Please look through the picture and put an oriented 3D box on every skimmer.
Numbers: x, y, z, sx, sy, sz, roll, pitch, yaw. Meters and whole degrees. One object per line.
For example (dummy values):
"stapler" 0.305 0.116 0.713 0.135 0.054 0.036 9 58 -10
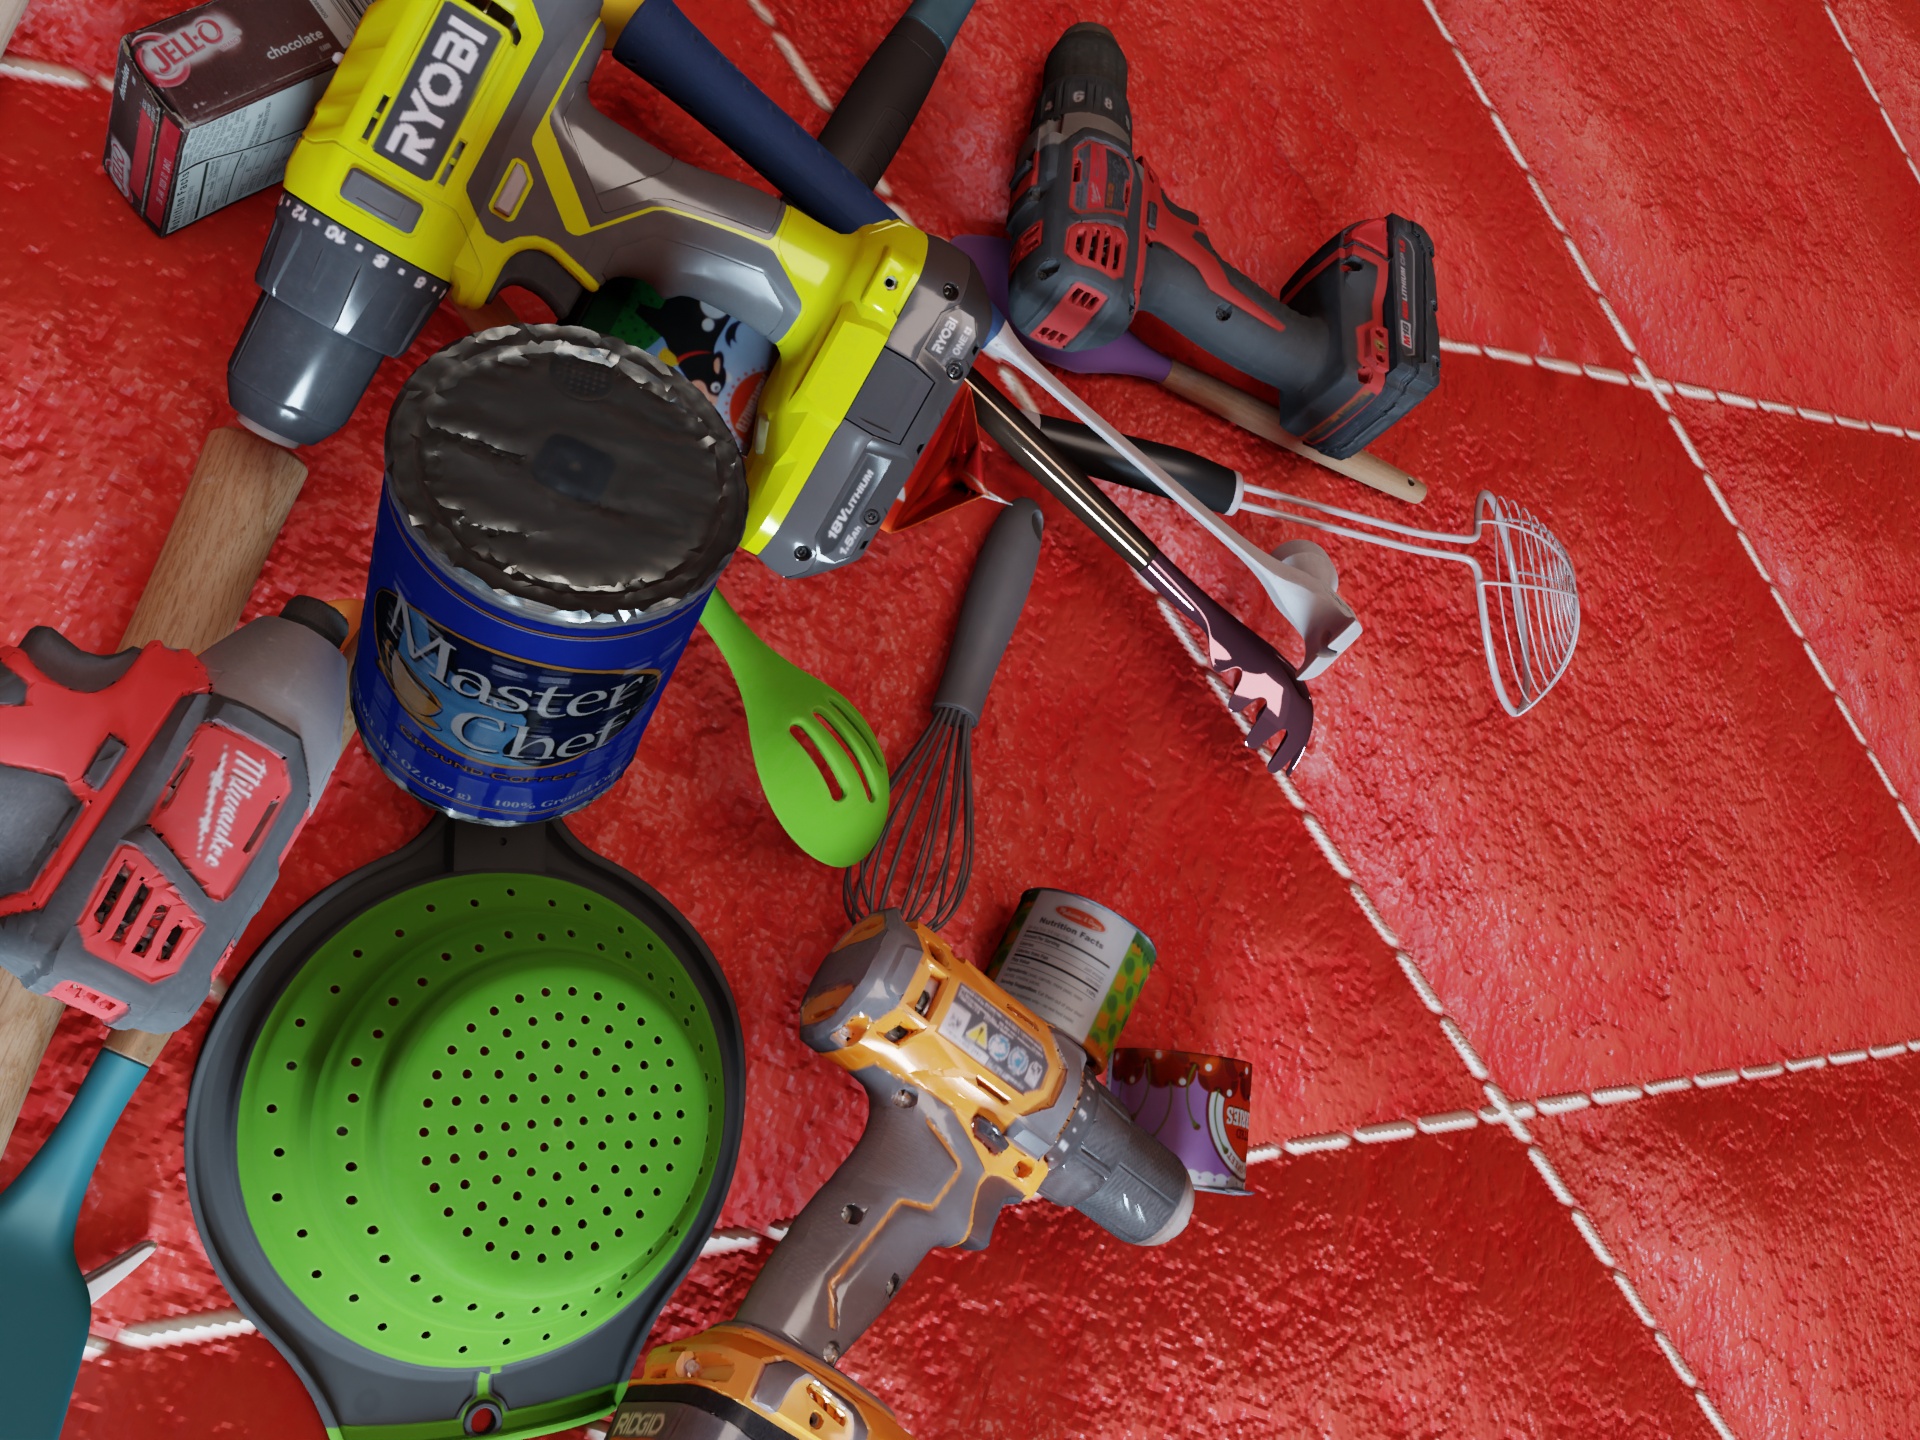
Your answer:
"skimmer" 0.183 -0.092 0.844 0.363 0.090 0.127 12 67 -18

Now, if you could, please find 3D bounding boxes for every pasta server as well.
"pasta server" 0.064 -0.089 0.755 0.316 0.040 0.060 42 22 -15

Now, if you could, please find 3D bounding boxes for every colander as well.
"colander" -0.157 0.058 0.570 0.204 0.094 0.397 4 78 -30

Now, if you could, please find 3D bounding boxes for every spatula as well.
"spatula" -0.248 0.083 0.504 0.082 0.044 0.318 29 65 -16
"spatula" 0.127 -0.176 0.834 0.315 0.018 0.060 19 68 -26

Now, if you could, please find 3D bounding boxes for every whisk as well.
"whisk" 0.000 -0.002 0.709 0.055 0.055 0.239 30 62 -23

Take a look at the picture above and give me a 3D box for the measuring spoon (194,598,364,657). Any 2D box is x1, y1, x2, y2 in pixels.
"measuring spoon" -0.252 -0.016 0.541 0.117 0.011 0.021 -31 98 -35

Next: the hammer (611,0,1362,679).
"hammer" 0.023 -0.160 0.687 0.405 0.035 0.144 38 19 -13

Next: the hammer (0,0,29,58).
"hammer" -0.365 -0.079 0.495 0.146 0.038 0.411 15 70 -14

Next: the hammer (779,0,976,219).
"hammer" -0.023 -0.316 0.763 0.128 0.033 0.331 35 65 -21

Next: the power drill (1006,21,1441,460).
"power drill" 0.129 -0.246 0.809 0.226 0.080 0.188 17 61 -21

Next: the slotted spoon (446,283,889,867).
"slotted spoon" -0.123 -0.076 0.626 0.313 0.031 0.070 53 38 -4

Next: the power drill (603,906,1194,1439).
"power drill" -0.008 0.208 0.591 0.185 0.084 0.226 40 52 -17

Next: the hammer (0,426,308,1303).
"hammer" -0.292 0.052 0.528 0.130 0.031 0.331 24 69 -25

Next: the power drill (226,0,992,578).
"power drill" -0.123 -0.145 0.563 0.228 0.080 0.190 28 97 -21

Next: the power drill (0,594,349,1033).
"power drill" -0.289 -0.019 0.453 0.219 0.078 0.143 35 59 -25

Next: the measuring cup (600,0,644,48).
"measuring cup" -0.169 -0.371 0.687 0.062 0.029 0.156 -19 93 -32
